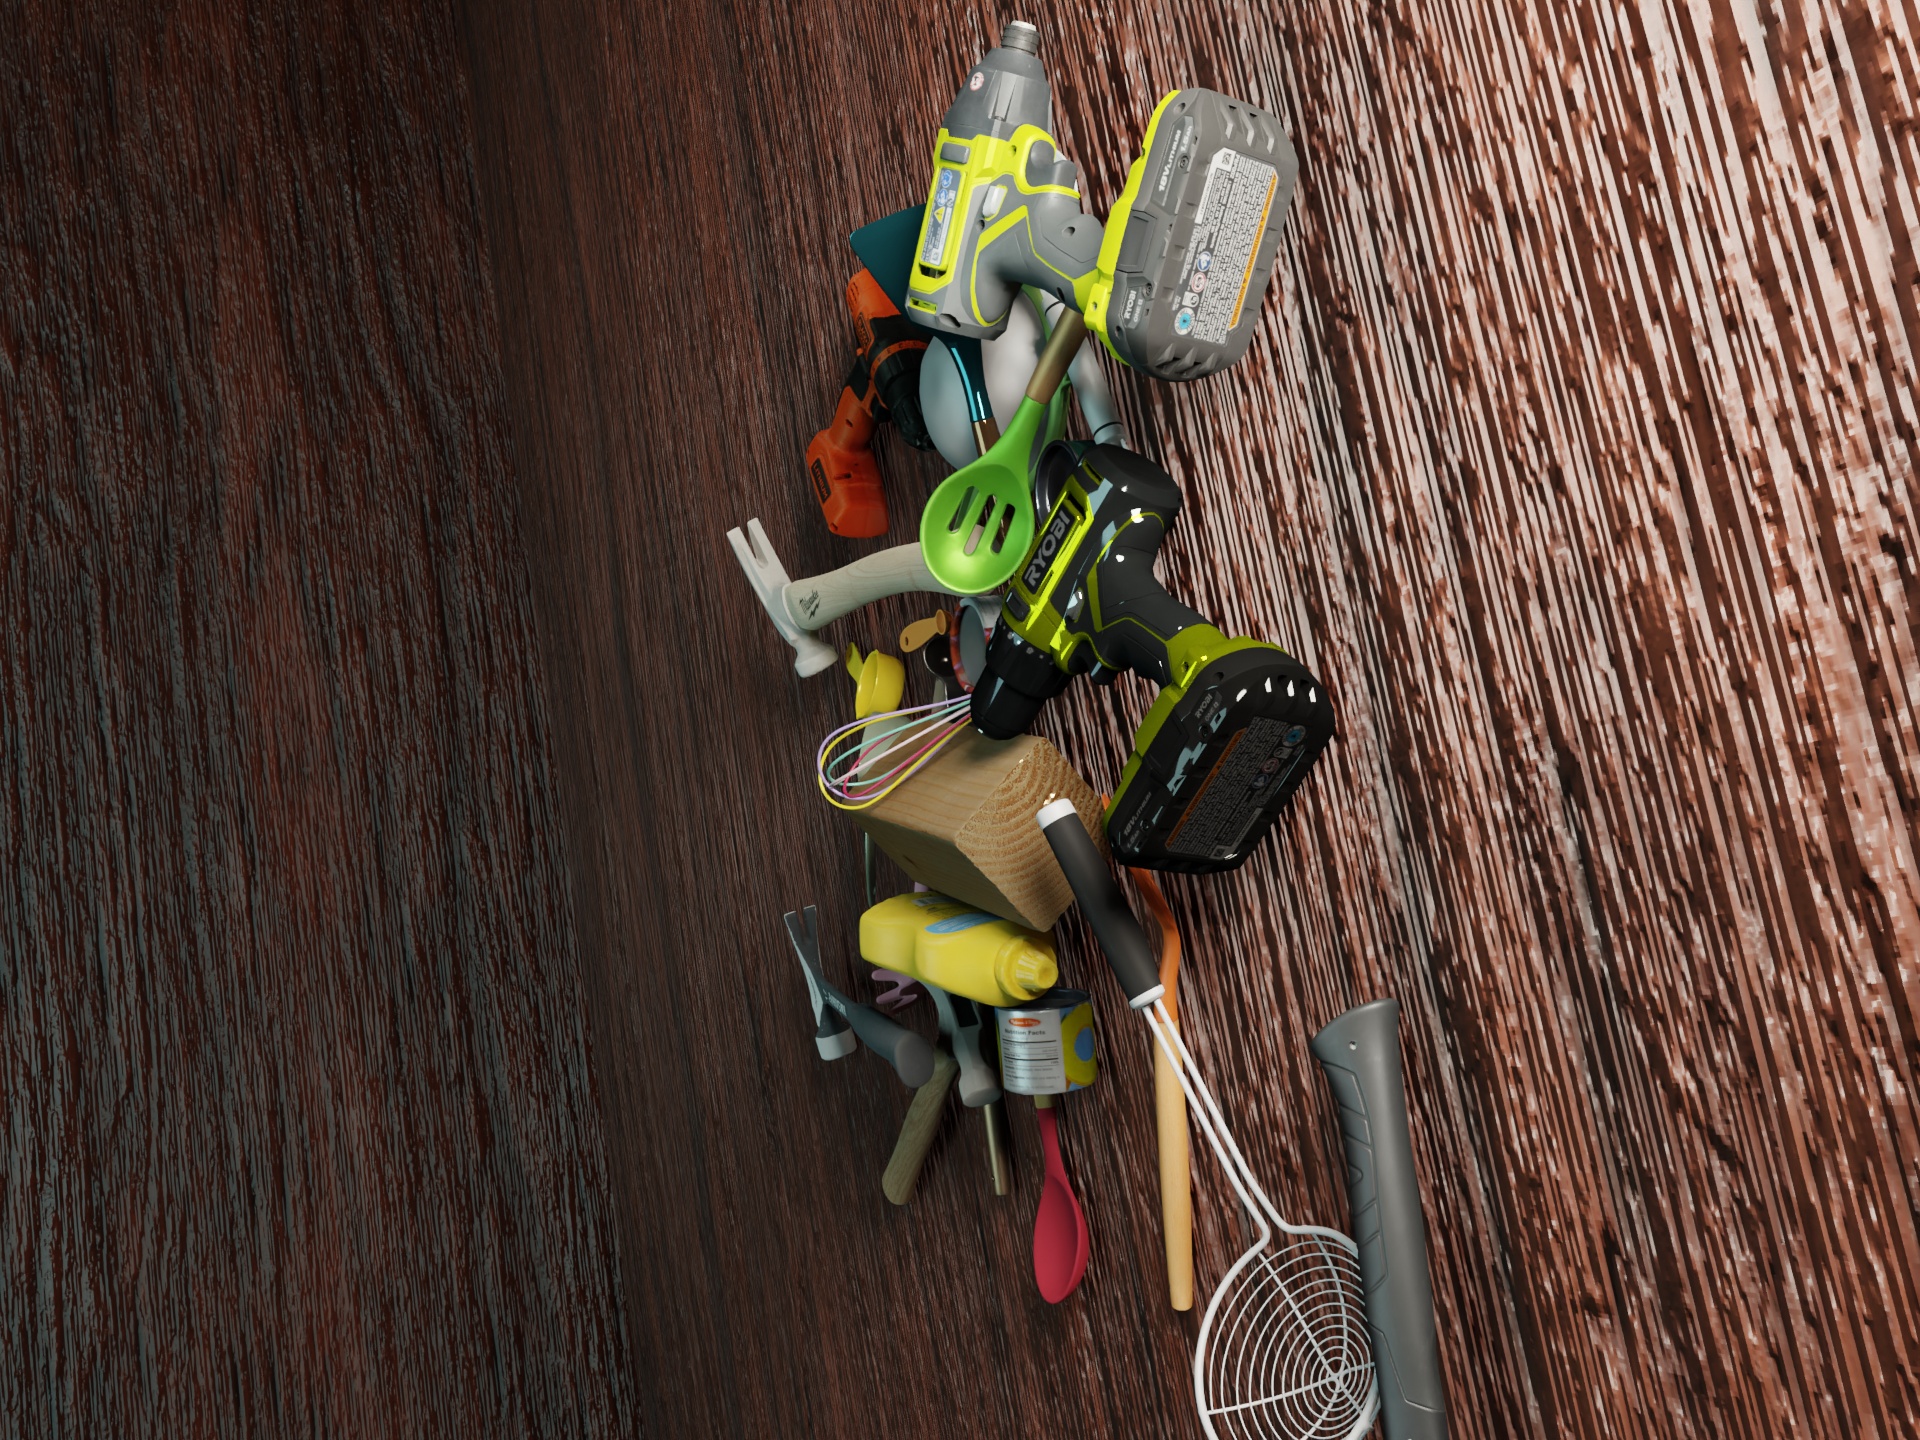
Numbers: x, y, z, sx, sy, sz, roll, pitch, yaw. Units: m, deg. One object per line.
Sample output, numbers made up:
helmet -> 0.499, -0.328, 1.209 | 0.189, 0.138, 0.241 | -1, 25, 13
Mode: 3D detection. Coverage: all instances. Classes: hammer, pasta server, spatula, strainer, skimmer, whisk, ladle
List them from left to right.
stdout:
hammer -> -0.087, 0.245, 1.344 | 0.409, 0.036, 0.149 | 173, 80, -75
hammer -> -0.079, -0.116, 1.242 | 0.146, 0.038, 0.411 | 62, 157, -10
pasta server -> -0.033, 0.099, 1.282 | 0.060, 0.040, 0.316 | -132, 43, -57
hammer -> -0.027, 0.313, 1.298 | 0.331, 0.031, 0.130 | 107, 152, -50
strainer -> -0.002, -0.188, 1.103 | 0.256, 0.069, 0.152 | 109, 146, -42
whisk -> 0.002, -0.002, 1.039 | 0.245, 0.051, 0.047 | -27, 45, 28
spatula -> 0.013, 0.205, 1.226 | 0.060, 0.018, 0.316 | 157, 107, -70
spatula -> 0.016, -0.163, 1.003 | 0.044, 0.082, 0.317 | -44, -60, -68
ladle -> 0.056, 0.248, 1.129 | 0.069, 0.031, 0.315 | 157, 108, -63
strainer -> 0.057, -0.262, 0.985 | 0.087, 0.050, 0.259 | -26, 69, 19
spatula -> 0.116, 0.204, 0.961 | 0.081, 0.041, 0.322 | -70, -24, -81
skimmer -> 0.112, 0.208, 0.845 | 0.127, 0.090, 0.363 | -38, 71, 36
hammer -> 0.209, 0.296, 0.725 | 0.146, 0.035, 0.335 | -13, 71, 29

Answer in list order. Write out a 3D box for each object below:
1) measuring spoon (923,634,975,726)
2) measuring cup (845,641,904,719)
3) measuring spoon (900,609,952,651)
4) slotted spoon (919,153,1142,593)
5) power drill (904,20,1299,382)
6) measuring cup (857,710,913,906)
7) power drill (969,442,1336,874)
measuring spoon -> -0.002, -0.004, 1.201 | 0.018, 0.034, 0.124 | 142, 115, -74
measuring cup -> -0.076, -0.041, 1.371 | 0.157, 0.029, 0.062 | -126, 51, -70
measuring spoon -> -0.027, -0.071, 1.268 | 0.117, 0.011, 0.021 | 161, 101, -70
slotted spoon -> 0.058, -0.211, 0.935 | 0.313, 0.070, 0.031 | -63, 0, 29
power drill -> 0.064, -0.277, 0.849 | 0.223, 0.080, 0.171 | 32, 114, 46
measuring cup -> -0.057, 0.075, 1.300 | 0.083, 0.038, 0.167 | -55, -32, -72
power drill -> 0.089, -0.021, 0.883 | 0.190, 0.080, 0.229 | -61, 38, 26
